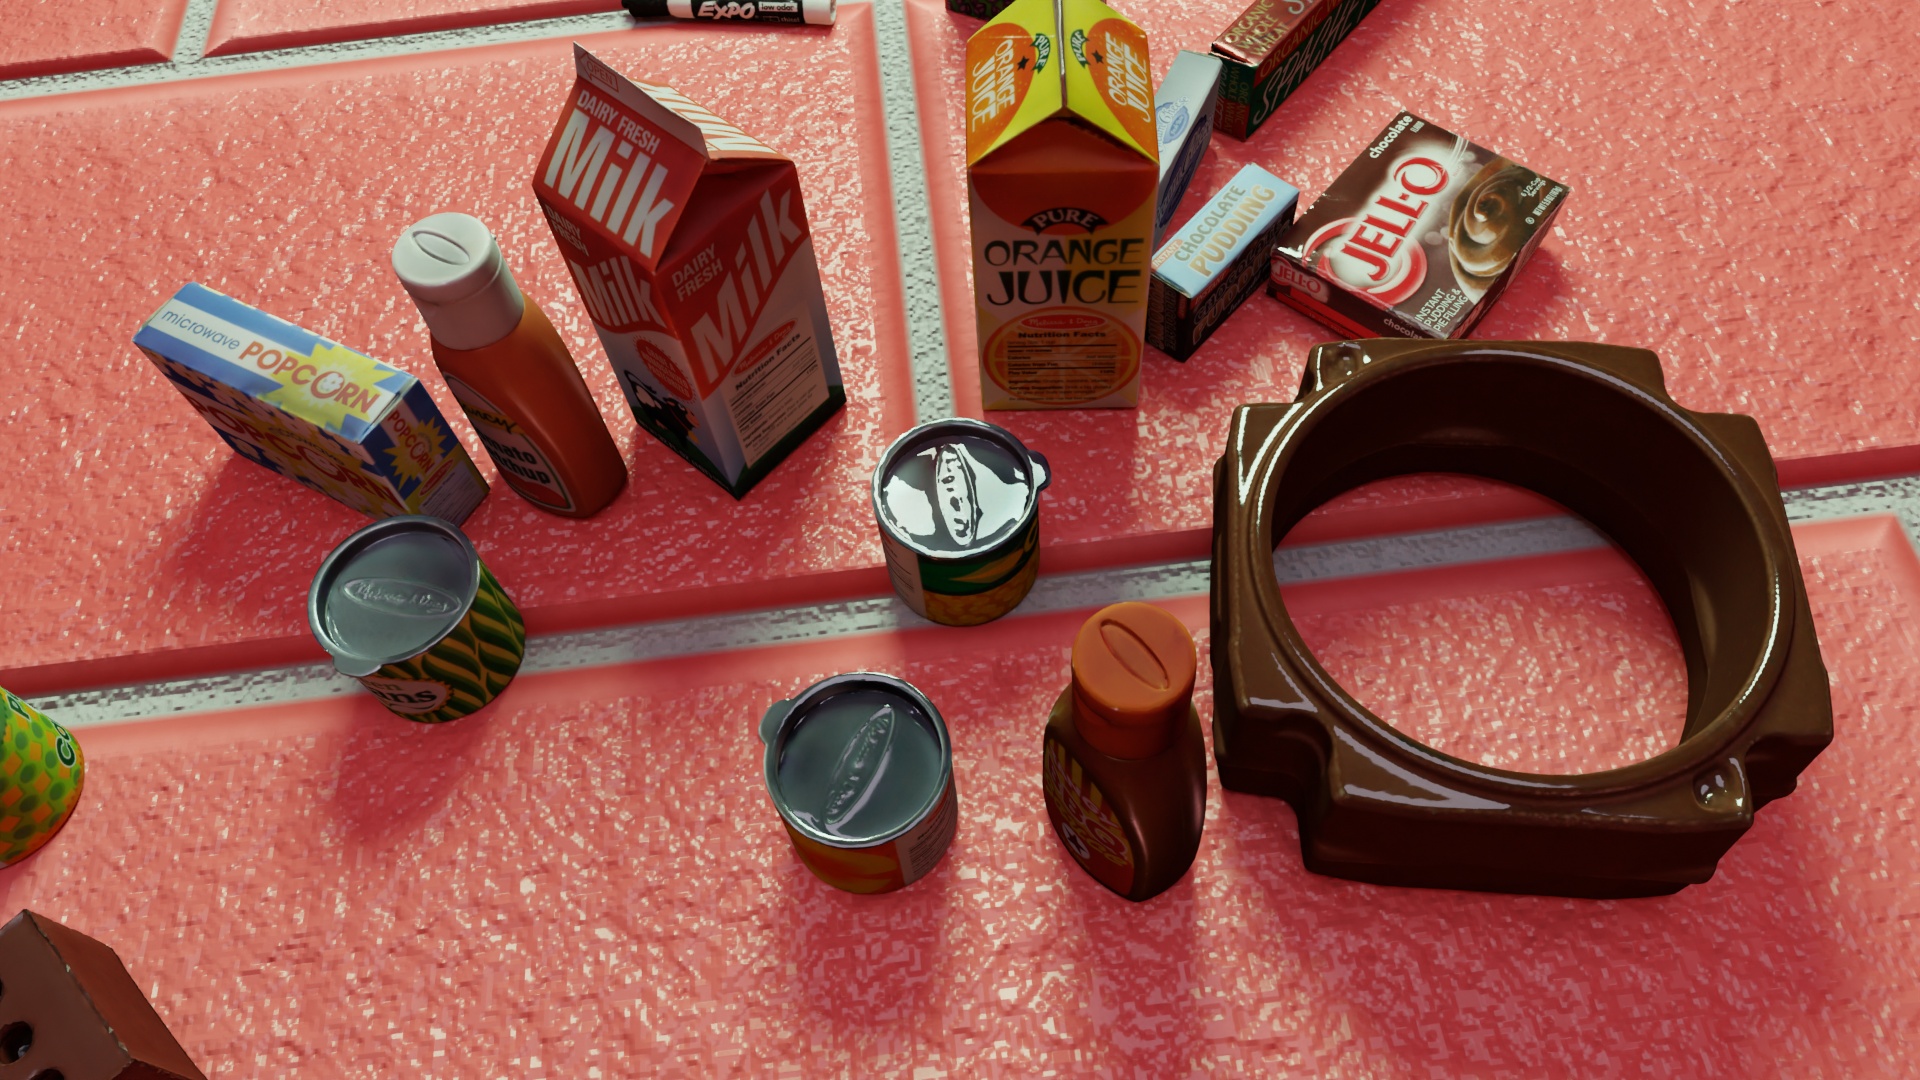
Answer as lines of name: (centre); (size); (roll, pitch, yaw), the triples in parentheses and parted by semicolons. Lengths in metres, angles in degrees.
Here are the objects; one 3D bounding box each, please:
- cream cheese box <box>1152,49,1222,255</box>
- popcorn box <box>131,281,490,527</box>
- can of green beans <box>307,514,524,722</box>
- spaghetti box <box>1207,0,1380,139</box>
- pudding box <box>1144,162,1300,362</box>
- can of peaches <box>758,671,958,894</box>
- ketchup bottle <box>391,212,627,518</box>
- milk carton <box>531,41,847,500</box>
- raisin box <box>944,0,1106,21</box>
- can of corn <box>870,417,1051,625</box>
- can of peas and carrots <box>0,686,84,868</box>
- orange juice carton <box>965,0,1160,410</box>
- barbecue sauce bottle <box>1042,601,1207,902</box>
cream cheese box: (0.096, -0.181, 0.669); (0.024, 0.053, 0.104); (20, 62, 15)
popcorn box: (-0.276, -0.053, 0.596); (0.127, 0.084, 0.038); (22, 63, 16)
can of green beans: (-0.216, 0.032, 0.556); (0.071, 0.057, 0.071); (-2, 59, 3)
spaghetti box: (0.210, -0.305, 0.739); (0.029, 0.050, 0.251); (34, 66, 21)
pudding box: (0.118, -0.128, 0.637); (0.030, 0.049, 0.084); (36, 67, 22)
can of peaches: (-0.037, 0.089, 0.510); (0.071, 0.057, 0.071); (-2, 59, 3)
ketchup bottle: (-0.182, -0.068, 0.562); (0.065, 0.148, 0.044); (27, 65, 19)
milk carton: (-0.106, -0.108, 0.557); (0.072, 0.189, 0.074); (36, 68, 22)
raisin box: (0.032, -0.327, 0.721); (0.086, 0.122, 0.040); (24, 63, 17)
can of corn: (0.002, -0.007, 0.566); (0.071, 0.058, 0.071); (-2, 59, 3)
can of peas and carrots: (-0.384, 0.086, 0.534); (0.071, 0.058, 0.071); (-2, 59, 3)
orange juice carton: (0.040, -0.137, 0.564); (0.073, 0.191, 0.072); (-1, 59, 3)
barbecue sauce bottle: (0.055, 0.070, 0.463); (0.044, 0.147, 0.065); (-34, 63, -16)
